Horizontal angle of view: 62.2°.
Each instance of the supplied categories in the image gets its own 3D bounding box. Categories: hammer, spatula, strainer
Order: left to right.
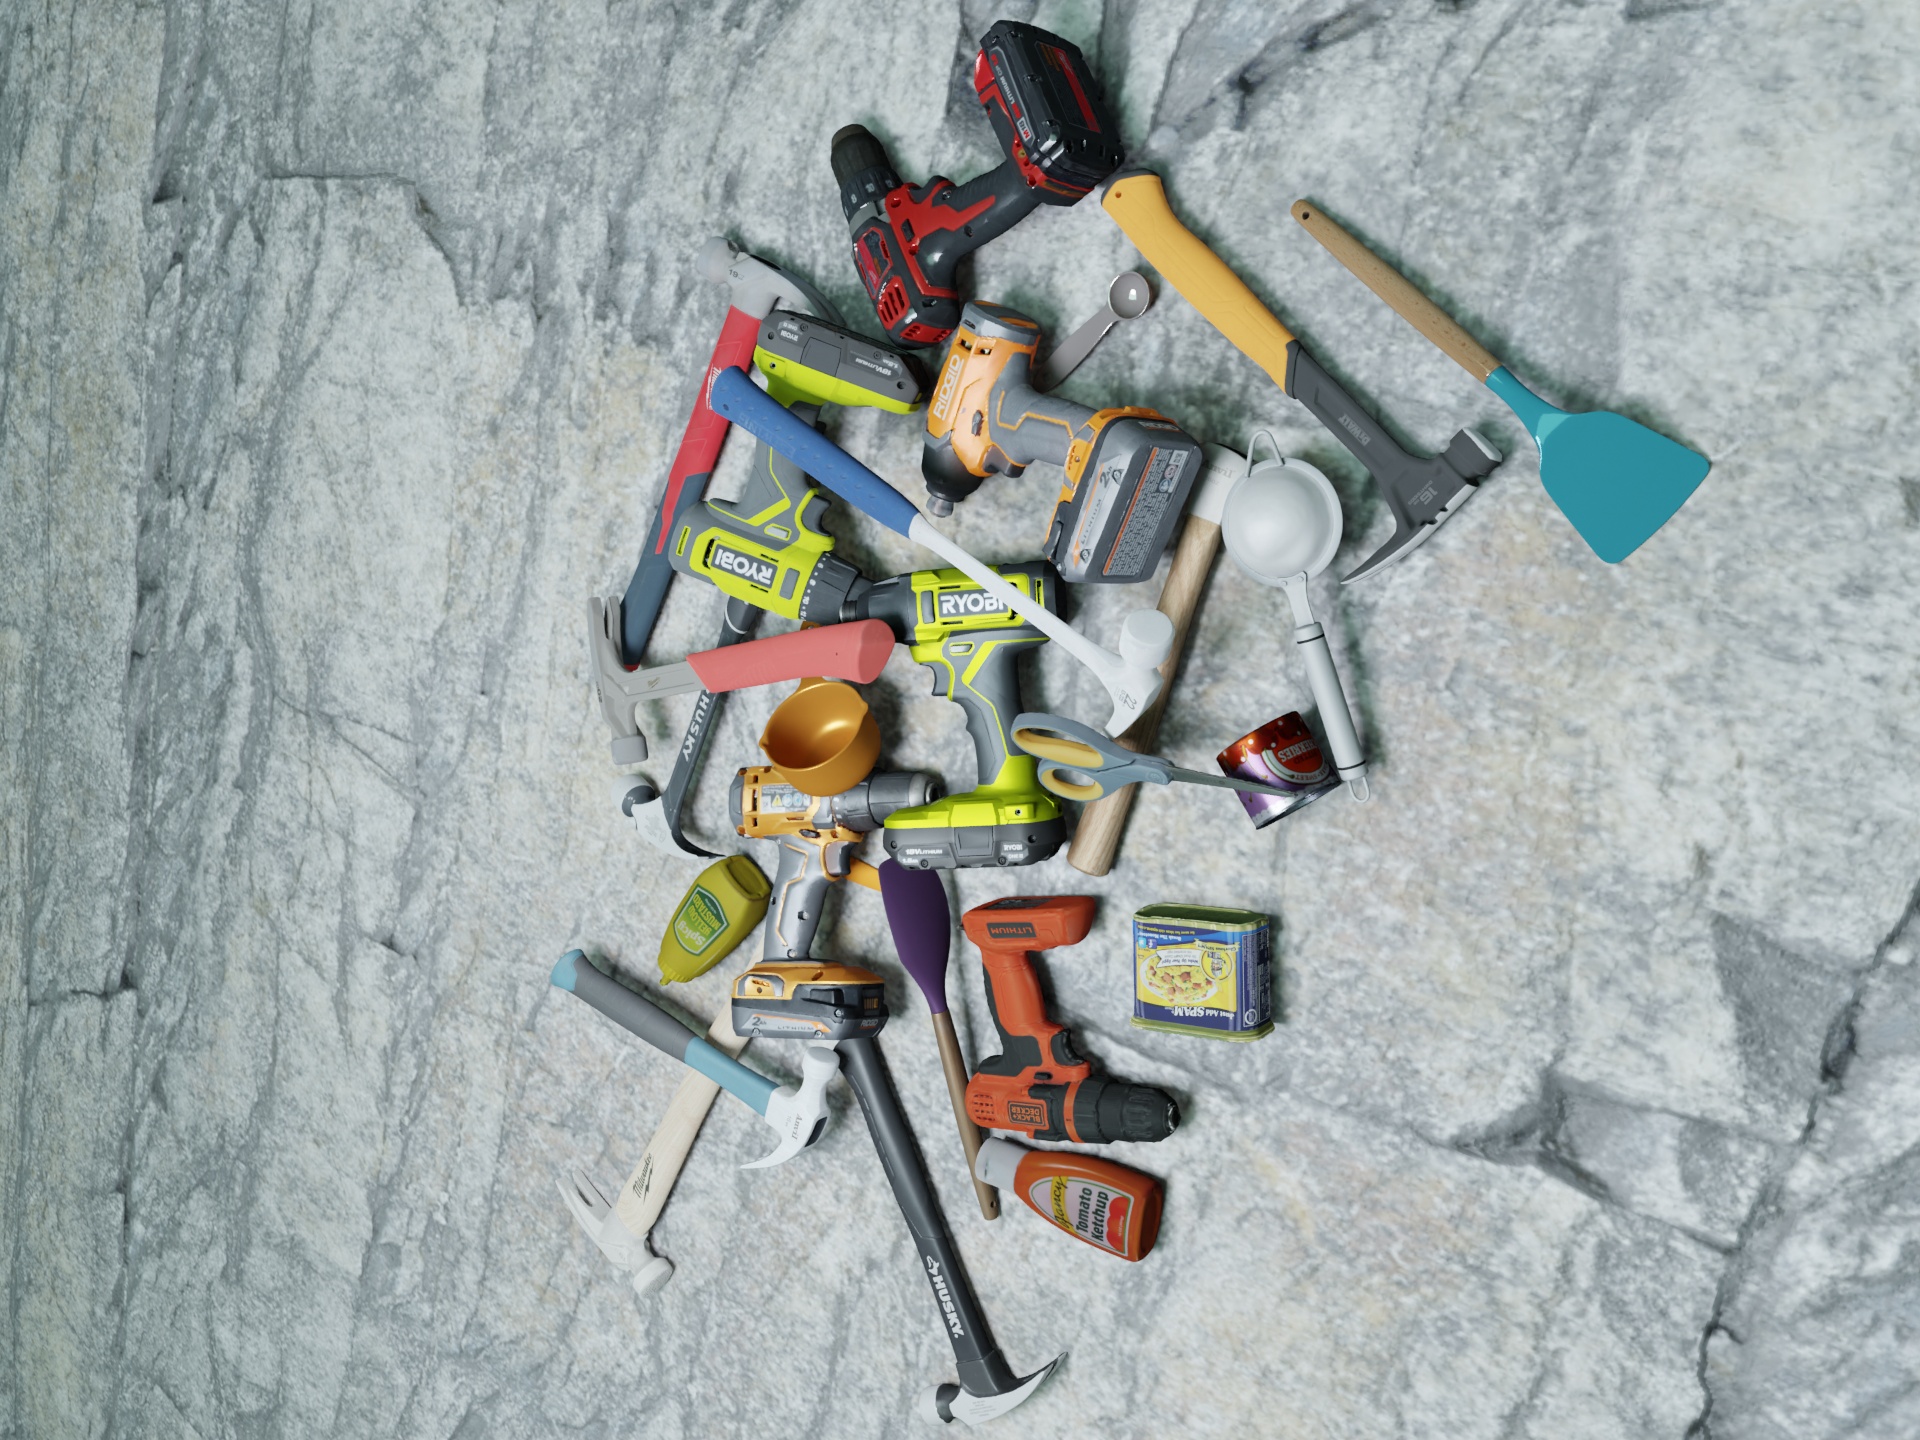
[{"bbox_3d":[-0.246,0.285,1.412,0.331,0.033,0.128,23,106,32],"label":"hammer"},{"bbox_3d":[-0.252,0.342,1.462,0.146,0.038,0.410,41,116,24],"label":"hammer"},{"bbox_3d":[-0.222,-0.205,1.367,0.143,0.038,0.386,34,114,24],"label":"hammer"},{"bbox_3d":[-0.187,-0.052,1.280,0.359,0.036,0.149,-8,91,45],"label":"hammer"},{"bbox_3d":[-0.196,-0.067,1.357,0.149,0.036,0.408,38,113,40],"label":"hammer"},{"bbox_3d":[-0.024,-0.127,1.127,0.406,0.035,0.144,38,151,19],"label":"hammer"},{"bbox_3d":[-0.028,0.414,1.323,0.146,0.035,0.335,-27,81,34],"label":"hammer"},{"bbox_3d":[-0.009,0.254,1.272,0.018,0.060,0.316,0,106,52],"label":"spatula"},{"bbox_3d":[0.143,-0.037,1.150,0.130,0.031,0.331,27,111,28],"label":"hammer"},{"bbox_3d":[0.205,-0.248,1.079,0.127,0.034,0.337,-48,70,28],"label":"hammer"},{"bbox_3d":[0.229,-0.066,1.054,0.087,0.050,0.258,-15,97,38],"label":"strainer"},{"bbox_3d":[0.323,-0.233,1.011,0.318,0.044,0.082,51,120,23],"label":"spatula"}]

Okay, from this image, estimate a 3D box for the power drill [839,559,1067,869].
[{"bbox_3d":[-0.002,-0.004,1.203,0.171,0.080,0.223,-4,92,15],"label":"power drill"}]

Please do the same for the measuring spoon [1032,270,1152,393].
[{"bbox_3d":[0.096,-0.280,1.162,0.124,0.018,0.034,-39,75,38],"label":"measuring spoon"}]

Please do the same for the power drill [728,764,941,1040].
[{"bbox_3d":[-0.102,0.144,1.297,0.185,0.084,0.226,-4,81,26],"label":"power drill"}]

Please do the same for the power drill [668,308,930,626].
[{"bbox_3d":[-0.108,-0.188,1.248,0.190,0.080,0.228,22,106,4],"label":"power drill"}]

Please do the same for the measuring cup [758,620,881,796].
[{"bbox_3d":[-0.111,-0.012,1.295,0.095,0.052,0.174,-19,45,12],"label":"measuring cup"}]

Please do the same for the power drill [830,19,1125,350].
[{"bbox_3d":[-0.005,-0.407,1.167,0.226,0.080,0.188,-33,71,40],"label":"power drill"}]

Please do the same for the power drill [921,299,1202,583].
[{"bbox_3d":[0.054,-0.184,1.141,0.227,0.084,0.164,44,124,39],"label":"power drill"}]

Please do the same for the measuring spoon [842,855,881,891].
[{"bbox_3d":[-0.080,0.132,1.332,0.117,0.011,0.021,20,107,30],"label":"measuring spoon"}]
